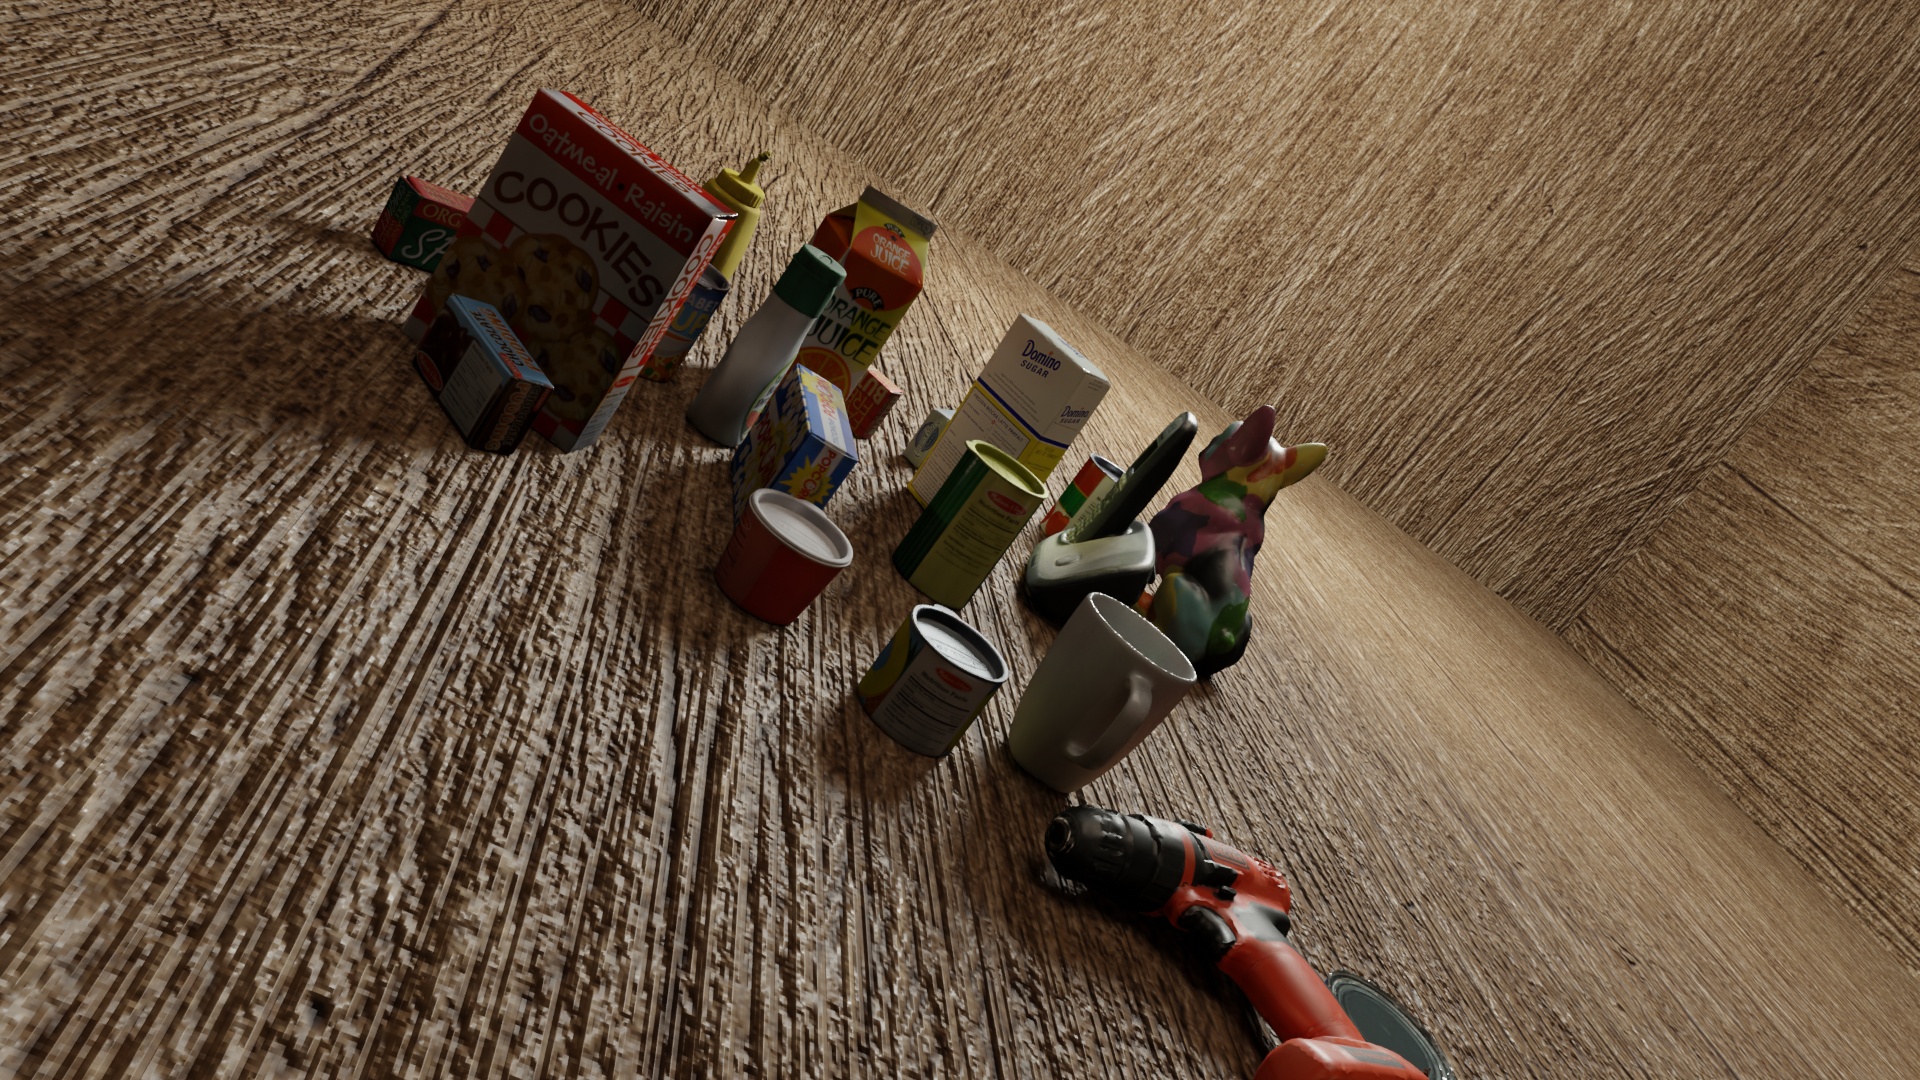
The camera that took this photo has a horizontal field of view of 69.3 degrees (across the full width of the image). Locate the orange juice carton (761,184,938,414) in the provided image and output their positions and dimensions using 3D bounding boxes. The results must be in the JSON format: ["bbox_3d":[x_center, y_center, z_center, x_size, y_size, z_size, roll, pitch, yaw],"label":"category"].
[{"bbox_3d":[-0.097,-0.182,1.086,0.072,0.192,0.073,25,20,-34],"label":"orange juice carton"}]

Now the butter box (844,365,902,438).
[{"bbox_3d":[-0.102,-0.138,1.201,0.103,0.053,0.024,42,17,19],"label":"butter box"}]

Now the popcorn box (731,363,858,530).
[{"bbox_3d":[-0.110,-0.052,0.898,0.038,0.085,0.127,30,18,-22],"label":"popcorn box"}]

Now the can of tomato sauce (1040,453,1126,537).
[{"bbox_3d":[0.124,-0.030,1.304,0.071,0.083,0.071,33,17,-11],"label":"can of tomato sauce"}]

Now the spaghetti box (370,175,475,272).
[{"bbox_3d":[-0.289,-0.192,0.980,0.029,0.050,0.250,46,19,31],"label":"spaghetti box"}]

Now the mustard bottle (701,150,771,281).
[{"bbox_3d":[-0.201,-0.248,1.114,0.065,0.159,0.049,37,16,3],"label":"mustard bottle"}]

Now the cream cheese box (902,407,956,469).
[{"bbox_3d":[-0.008,-0.090,1.256,0.024,0.053,0.104,42,17,18],"label":"cream cheese box"}]

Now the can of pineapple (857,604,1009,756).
[{"bbox_3d":[-0.016,0.078,0.781,0.071,0.057,0.071,33,17,-11],"label":"can of pineapple"}]

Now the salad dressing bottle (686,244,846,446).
[{"bbox_3d":[-0.134,-0.135,0.966,0.044,0.147,0.064,34,16,-7],"label":"salad dressing bottle"}]

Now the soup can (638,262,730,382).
[{"bbox_3d":[-0.214,-0.164,0.995,0.071,0.083,0.071,33,17,-11],"label":"soup can"}]

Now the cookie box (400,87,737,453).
[{"bbox_3d":[-0.226,-0.154,0.801,0.123,0.167,0.040,37,16,1],"label":"cookie box"}]

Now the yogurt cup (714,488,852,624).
[{"bbox_3d":[-0.104,0.011,0.794,0.072,0.053,0.072,33,17,-11],"label":"yogurt cup"}]

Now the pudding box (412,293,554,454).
[{"bbox_3d":[-0.263,-0.092,0.764,0.084,0.049,0.030,47,19,31],"label":"pudding box"}]

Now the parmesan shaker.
[{"bbox_3d":[0.004,-0.012,0.984,0.071,0.102,0.071,33,17,-11],"label":"parmesan shaker"}]
